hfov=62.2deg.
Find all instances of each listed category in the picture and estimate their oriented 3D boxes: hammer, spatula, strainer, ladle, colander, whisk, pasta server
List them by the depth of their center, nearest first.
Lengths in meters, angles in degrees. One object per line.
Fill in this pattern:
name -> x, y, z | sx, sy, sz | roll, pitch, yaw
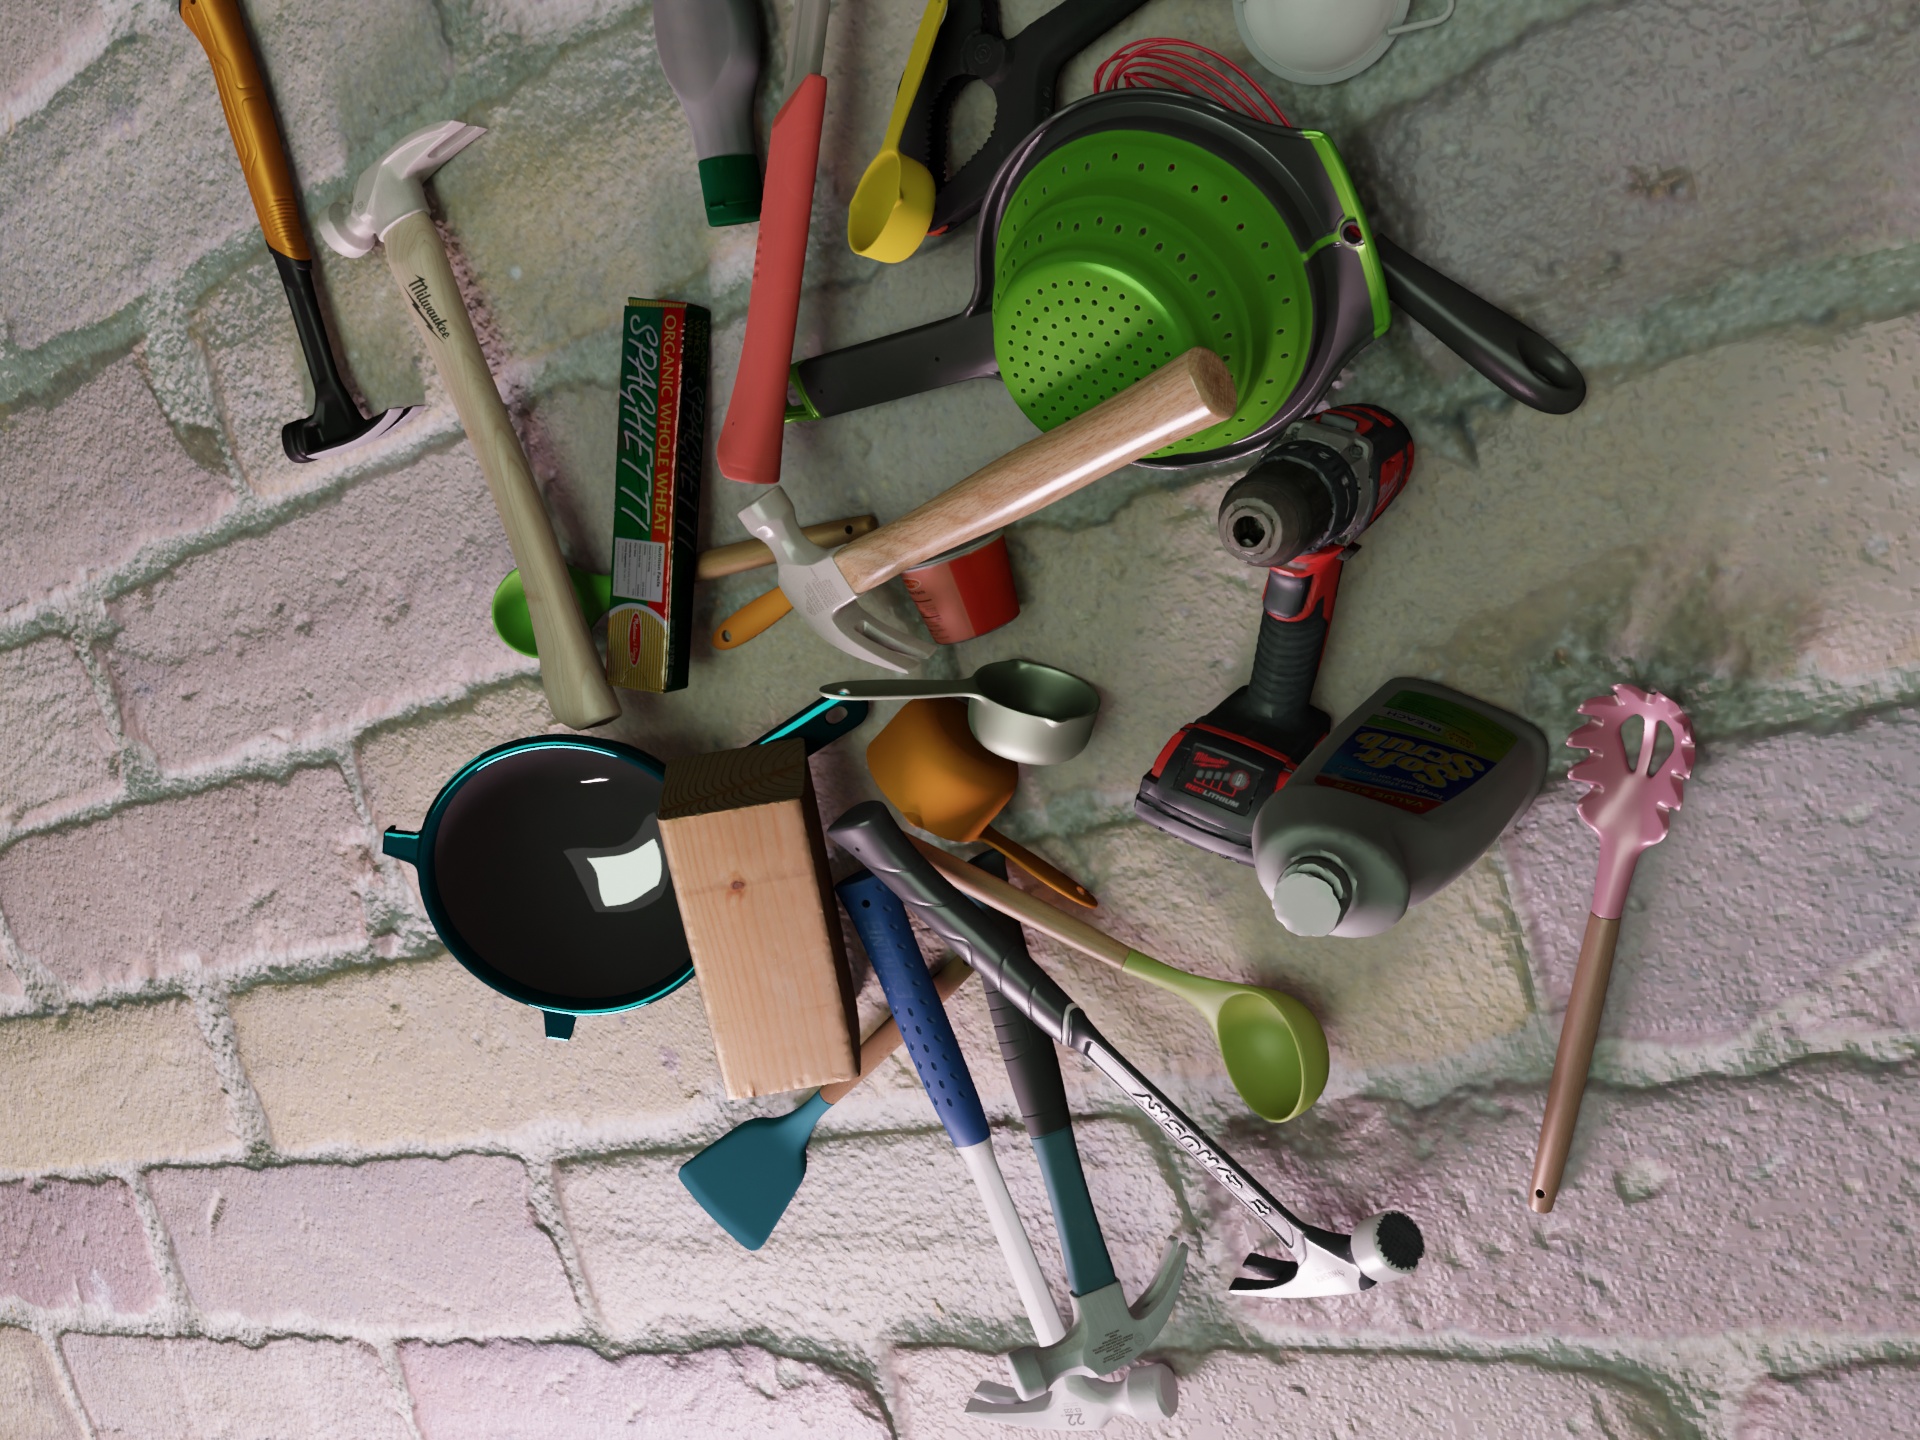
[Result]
strainer -> 0.110, -0.369, 0.783 | 0.258, 0.050, 0.086 | 18, 129, 15
whisk -> 0.187, -0.244, 0.796 | 0.296, 0.073, 0.073 | 38, 119, 8
hammer -> 0.011, -0.111, 0.833 | 0.331, 0.031, 0.130 | -20, 108, 47
pasta server -> 0.332, 0.128, 0.838 | 0.060, 0.040, 0.316 | 19, 115, 36
colander -> 0.020, -0.193, 0.848 | 0.397, 0.094, 0.204 | -5, 124, 39
hammer -> -0.090, -0.310, 0.894 | 0.149, 0.036, 0.359 | 28, 114, 46
hammer -> 0.078, 0.195, 0.943 | 0.409, 0.036, 0.149 | 43, 142, 3
ladle -> 0.071, 0.138, 0.948 | 0.320, 0.062, 0.078 | 26, 131, 11
hammer -> 0.052, 0.244, 0.998 | 0.033, 0.128, 0.331 | 160, 95, -76
hammer -> 0.007, 0.287, 1.044 | 0.144, 0.035, 0.405 | -19, 98, 24
hammer -> -0.309, -0.192, 1.072 | 0.146, 0.038, 0.411 | -23, 87, 31
strainer -> -0.204, 0.058, 1.088 | 0.340, 0.095, 0.211 | -32, 108, 11
spatula -> -0.080, 0.251, 1.097 | 0.082, 0.044, 0.317 | 45, 119, 5
hammer -> -0.484, -0.361, 1.141 | 0.127, 0.034, 0.337 | -10, 100, 31

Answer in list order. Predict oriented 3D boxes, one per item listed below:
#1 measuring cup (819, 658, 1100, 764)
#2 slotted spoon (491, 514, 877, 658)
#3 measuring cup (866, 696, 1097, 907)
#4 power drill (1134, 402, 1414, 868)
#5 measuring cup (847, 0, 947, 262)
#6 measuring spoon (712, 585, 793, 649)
measuring cup -> -0.001, -0.003, 0.921 | 0.167, 0.083, 0.038 | 0, 117, -17
slotted spoon -> -0.189, -0.097, 1.063 | 0.314, 0.031, 0.070 | -10, 97, 29
measuring cup -> 0.027, 0.049, 0.967 | 0.173, 0.095, 0.052 | 35, 114, -6
power drill -> 0.156, -0.041, 0.799 | 0.080, 0.188, 0.226 | 22, 118, 21
measuring cup -> -0.020, -0.321, 0.852 | 0.062, 0.029, 0.156 | 24, 97, 59
measuring spoon -> -0.125, -0.074, 1.042 | 0.117, 0.011, 0.021 | -29, 90, 32
